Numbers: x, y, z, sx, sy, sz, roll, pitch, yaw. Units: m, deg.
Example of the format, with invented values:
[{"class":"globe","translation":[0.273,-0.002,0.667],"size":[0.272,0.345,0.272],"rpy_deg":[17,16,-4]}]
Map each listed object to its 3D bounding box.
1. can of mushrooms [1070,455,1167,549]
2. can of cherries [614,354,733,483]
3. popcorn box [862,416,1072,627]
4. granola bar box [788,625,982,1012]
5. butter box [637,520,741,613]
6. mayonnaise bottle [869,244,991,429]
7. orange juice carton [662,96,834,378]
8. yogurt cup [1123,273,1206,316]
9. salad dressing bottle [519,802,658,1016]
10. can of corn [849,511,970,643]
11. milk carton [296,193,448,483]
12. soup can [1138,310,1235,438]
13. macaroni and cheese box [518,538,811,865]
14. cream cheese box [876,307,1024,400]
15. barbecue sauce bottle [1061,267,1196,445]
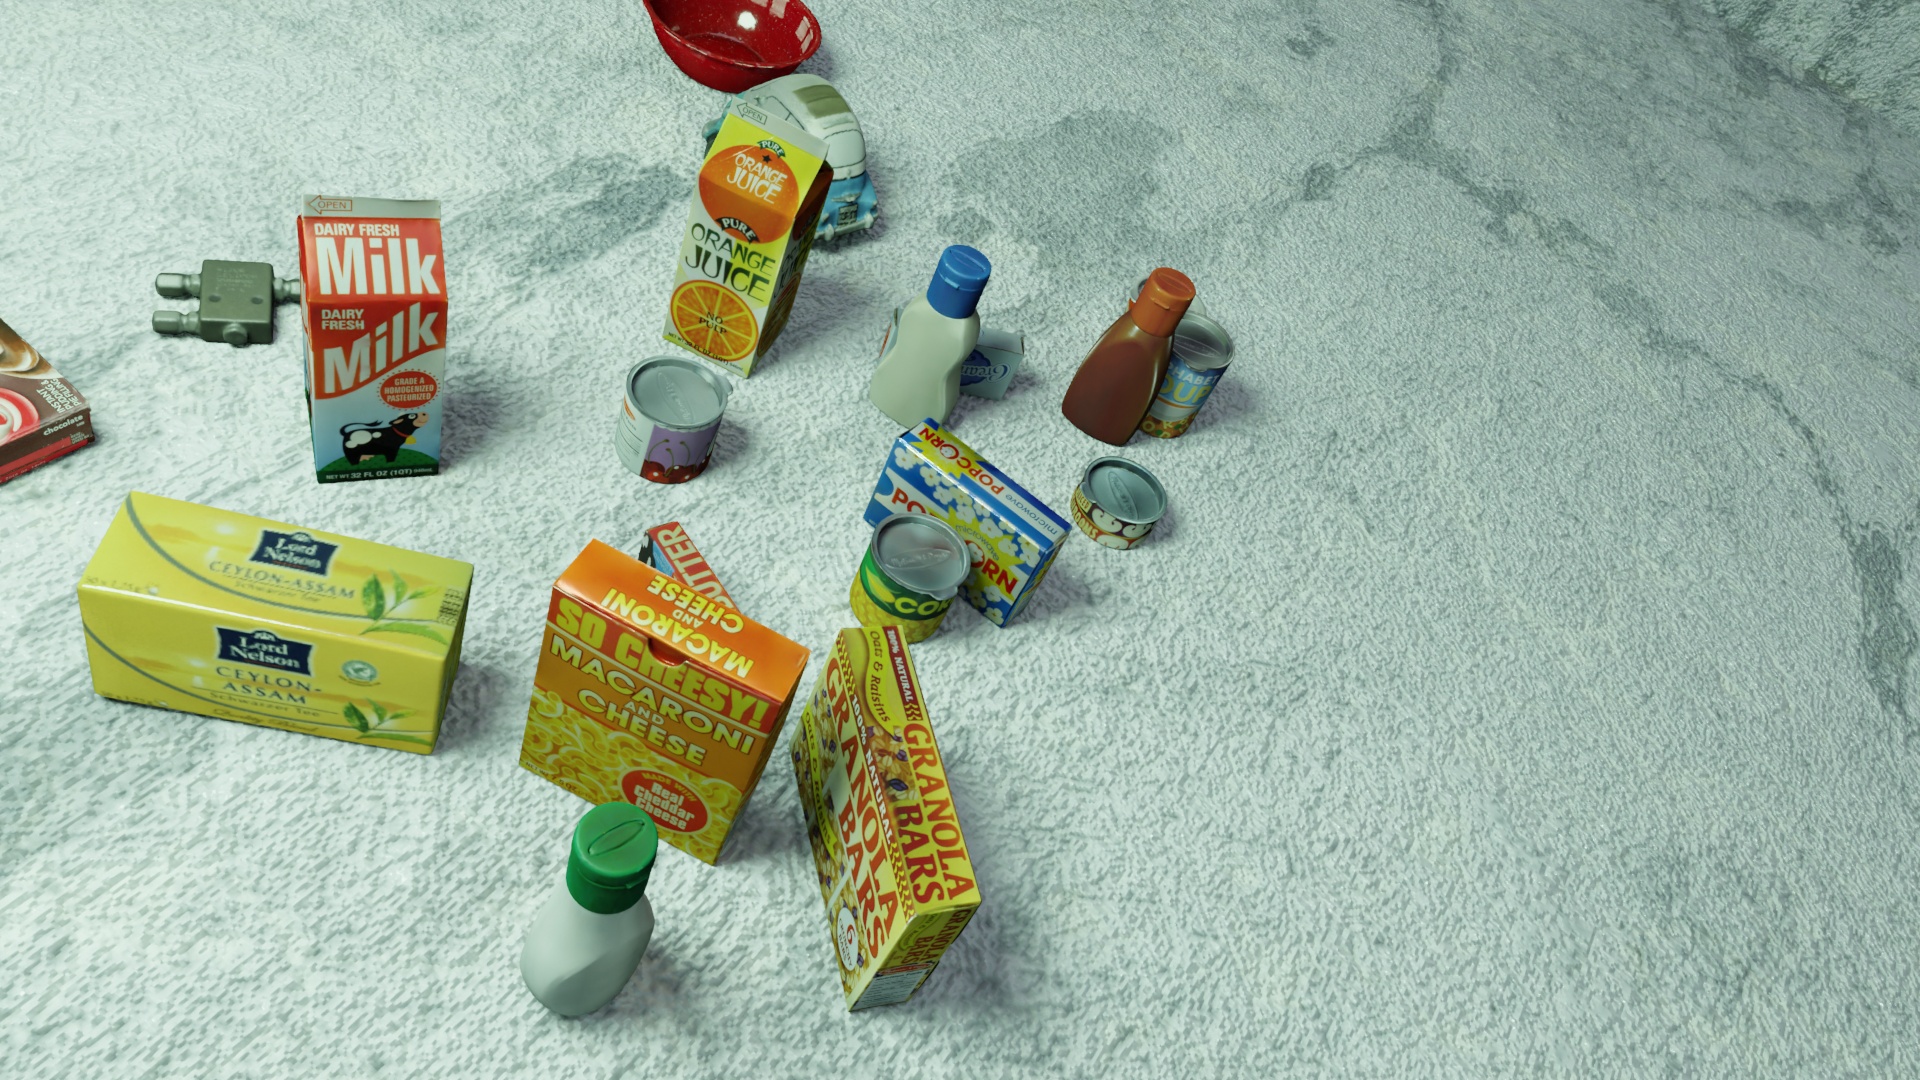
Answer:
[{"class":"can of mushrooms","translation":[0.115,-0.028,1.032],"size":[0.071,0.033,0.071],"rpy_deg":[12,47,-14]},{"class":"can of cherries","translation":[-0.191,-0.080,0.925],"size":[0.071,0.058,0.072],"rpy_deg":[12,47,-14]},{"class":"popcorn box","translation":[0.003,-0.012,0.932],"size":[0.127,0.084,0.038],"rpy_deg":[38,47,11]},{"class":"granola bar box","translation":[-0.045,0.147,0.744],"size":[0.039,0.123,0.166],"rpy_deg":[0,51,-24]},{"class":"butter box","translation":[-0.159,0.043,0.834],"size":[0.024,0.052,0.104],"rpy_deg":[-21,62,-36]},{"class":"mayonnaise bottle","translation":[-0.018,-0.144,0.995],"size":[0.065,0.147,0.041],"rpy_deg":[32,46,5]},{"class":"orange juice carton","translation":[-0.146,-0.214,0.969],"size":[0.072,0.191,0.073],"rpy_deg":[26,46,-1]},{"class":"yogurt cup","translation":[0.167,-0.184,1.178],"size":[0.072,0.053,0.073],"rpy_deg":[12,47,-14]},{"class":"salad dressing bottle","translation":[-0.170,0.173,0.649],"size":[0.064,0.146,0.044],"rpy_deg":[-26,65,-38]},{"class":"can of corn","translation":[-0.033,0.027,0.901],"size":[0.071,0.058,0.071],"rpy_deg":[12,47,-14]},{"class":"milk carton","translation":[-0.341,-0.123,0.804],"size":[0.072,0.189,0.074],"rpy_deg":[-5,54,-28]},{"class":"soup can","translation":[0.171,-0.131,1.112],"size":[0.071,0.083,0.072],"rpy_deg":[12,47,-14]},{"class":"macaroni and cheese box","translation":[-0.157,0.089,0.716],"size":[0.124,0.165,0.040],"rpy_deg":[27,46,0]},{"class":"cream cheese box","translation":[-0.008,-0.142,1.063],"size":[0.104,0.053,0.024],"rpy_deg":[10,48,-16]},{"class":"barbecue sauce bottle","translation":[0.131,-0.141,1.058],"size":[0.065,0.147,0.044],"rpy_deg":[30,46,3]}]
